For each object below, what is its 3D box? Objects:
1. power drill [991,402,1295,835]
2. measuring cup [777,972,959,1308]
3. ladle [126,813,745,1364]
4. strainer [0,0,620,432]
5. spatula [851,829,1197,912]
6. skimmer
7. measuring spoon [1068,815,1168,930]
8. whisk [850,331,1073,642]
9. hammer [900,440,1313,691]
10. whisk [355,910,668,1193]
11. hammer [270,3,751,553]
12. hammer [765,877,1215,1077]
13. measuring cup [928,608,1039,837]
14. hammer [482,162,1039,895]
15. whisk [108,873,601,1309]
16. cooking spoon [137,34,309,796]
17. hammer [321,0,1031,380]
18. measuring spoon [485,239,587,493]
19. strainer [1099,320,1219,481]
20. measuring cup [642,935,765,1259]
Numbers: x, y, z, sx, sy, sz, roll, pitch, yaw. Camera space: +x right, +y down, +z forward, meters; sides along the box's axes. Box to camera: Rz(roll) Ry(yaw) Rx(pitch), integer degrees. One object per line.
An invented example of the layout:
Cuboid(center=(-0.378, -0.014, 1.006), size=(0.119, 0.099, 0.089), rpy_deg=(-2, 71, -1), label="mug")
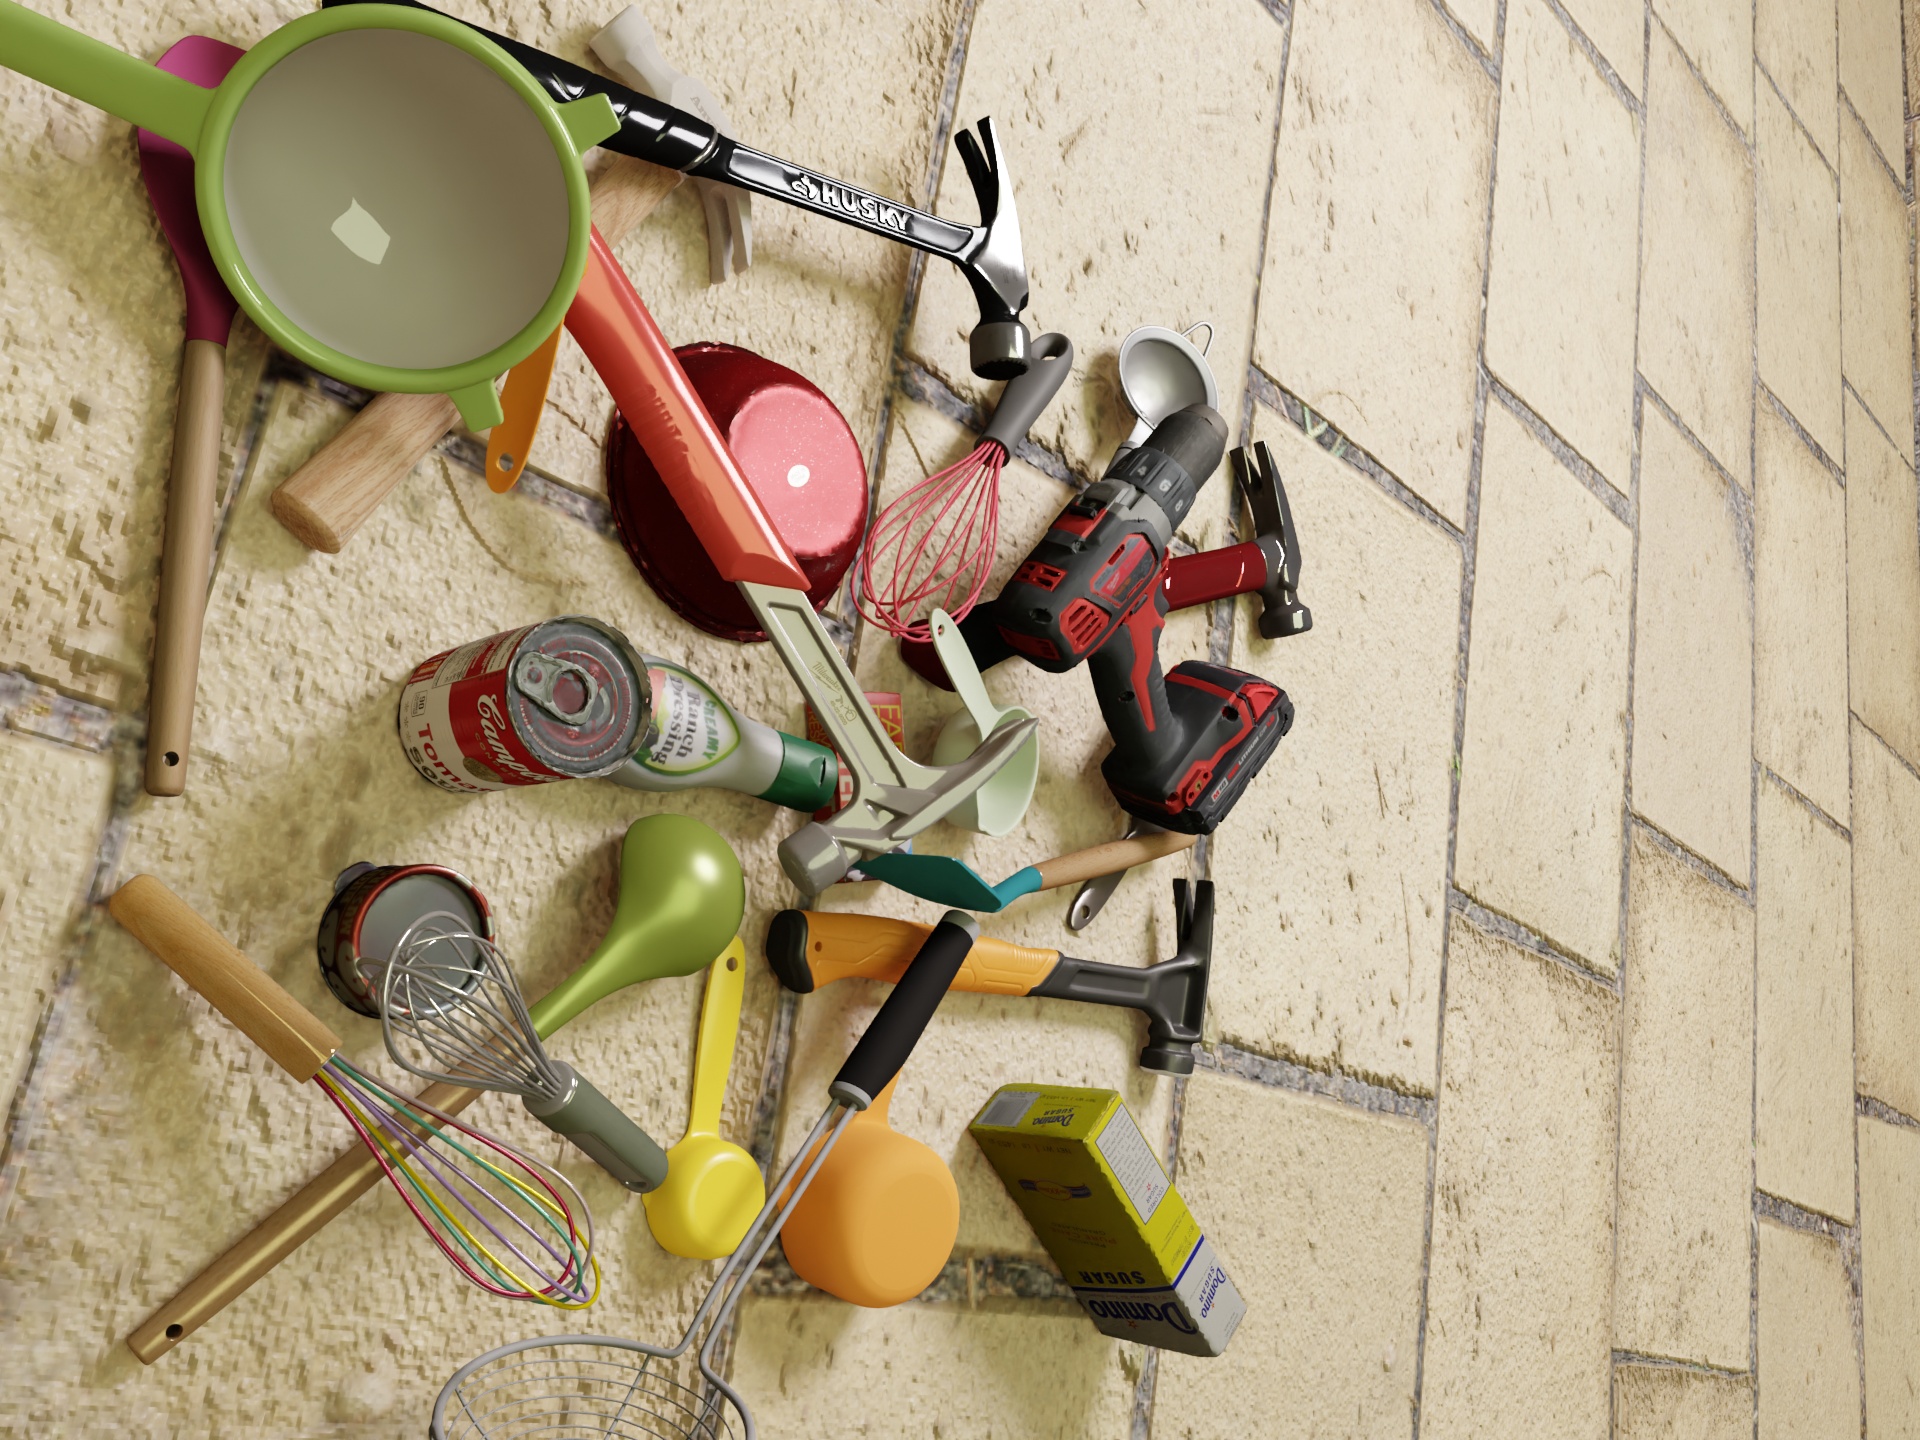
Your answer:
Cuboid(center=(0.126, -0.060, 0.963), size=(0.188, 0.080, 0.226), rpy_deg=(-51, 133, -19), label="power drill")
Cuboid(center=(-0.031, 0.215, 0.821), size=(0.095, 0.052, 0.174), rpy_deg=(21, 81, -40), label="measuring cup")
Cuboid(center=(-0.214, 0.149, 0.689), size=(0.320, 0.062, 0.078), rpy_deg=(-40, 117, -33), label="ladle")
Cuboid(center=(-0.277, -0.235, 0.643), size=(0.256, 0.069, 0.151), rpy_deg=(21, 110, -20), label="strainer")
Cuboid(center=(0.056, 0.077, 0.920), size=(0.317, 0.082, 0.044), rpy_deg=(-6, 93, -53), label="spatula")
Cuboid(center=(-0.086, 0.202, 0.721), size=(0.363, 0.127, 0.090), rpy_deg=(-54, 147, -38), label="skimmer")
Cuboid(center=(0.106, 0.092, 1.020), size=(0.124, 0.018, 0.034), rpy_deg=(-47, 116, -37), label="measuring spoon")
Cuboid(center=(0.013, -0.146, 0.932), size=(0.073, 0.073, 0.296), rpy_deg=(52, 44, -26), label="whisk")
Cuboid(center=(0.104, -0.096, 1.035), size=(0.386, 0.038, 0.143), rpy_deg=(-16, 94, -45), label="hammer")
Cuboid(center=(-0.173, 0.149, 0.655), size=(0.246, 0.058, 0.059), rpy_deg=(68, 28, -54), label="whisk")
Cuboid(center=(-0.203, -0.200, 0.753), size=(0.130, 0.031, 0.331), rpy_deg=(49, 54, -27), label="hammer")
Cuboid(center=(0.030, 0.136, 0.923), size=(0.336, 0.034, 0.127), rpy_deg=(15, 81, -41), label="hammer")
Cuboid(center=(-0.001, -0.003, 0.882), size=(0.083, 0.038, 0.167), rpy_deg=(-61, 144, -32), label="measuring cup")
Cuboid(center=(-0.103, -0.102, 0.757), size=(0.149, 0.037, 0.359), rpy_deg=(-35, 103, -22), label="hammer")
Cuboid(center=(-0.234, 0.149, 0.628), size=(0.245, 0.051, 0.047), rpy_deg=(45, 40, -8), label="whisk")
Cuboid(center=(-0.309, -0.128, 0.646), size=(0.068, 0.017, 0.319), rpy_deg=(9, 77, -42), label="cooking spoon")
Cuboid(center=(-0.115, -0.288, 0.805), size=(0.408, 0.036, 0.149), rpy_deg=(6, 78, -43), label="hammer")
Cuboid(center=(-0.188, -0.156, 0.706), size=(0.011, 0.021, 0.117), rpy_deg=(-37, 150, -73), label="measuring spoon")
Cuboid(center=(0.110, -0.177, 1.034), size=(0.086, 0.050, 0.259), rpy_deg=(41, 50, -15), label="strainer")
Cuboid(center=(-0.115, 0.183, 0.778), size=(0.062, 0.029, 0.156), rpy_deg=(17, 75, -42), label="measuring cup")
